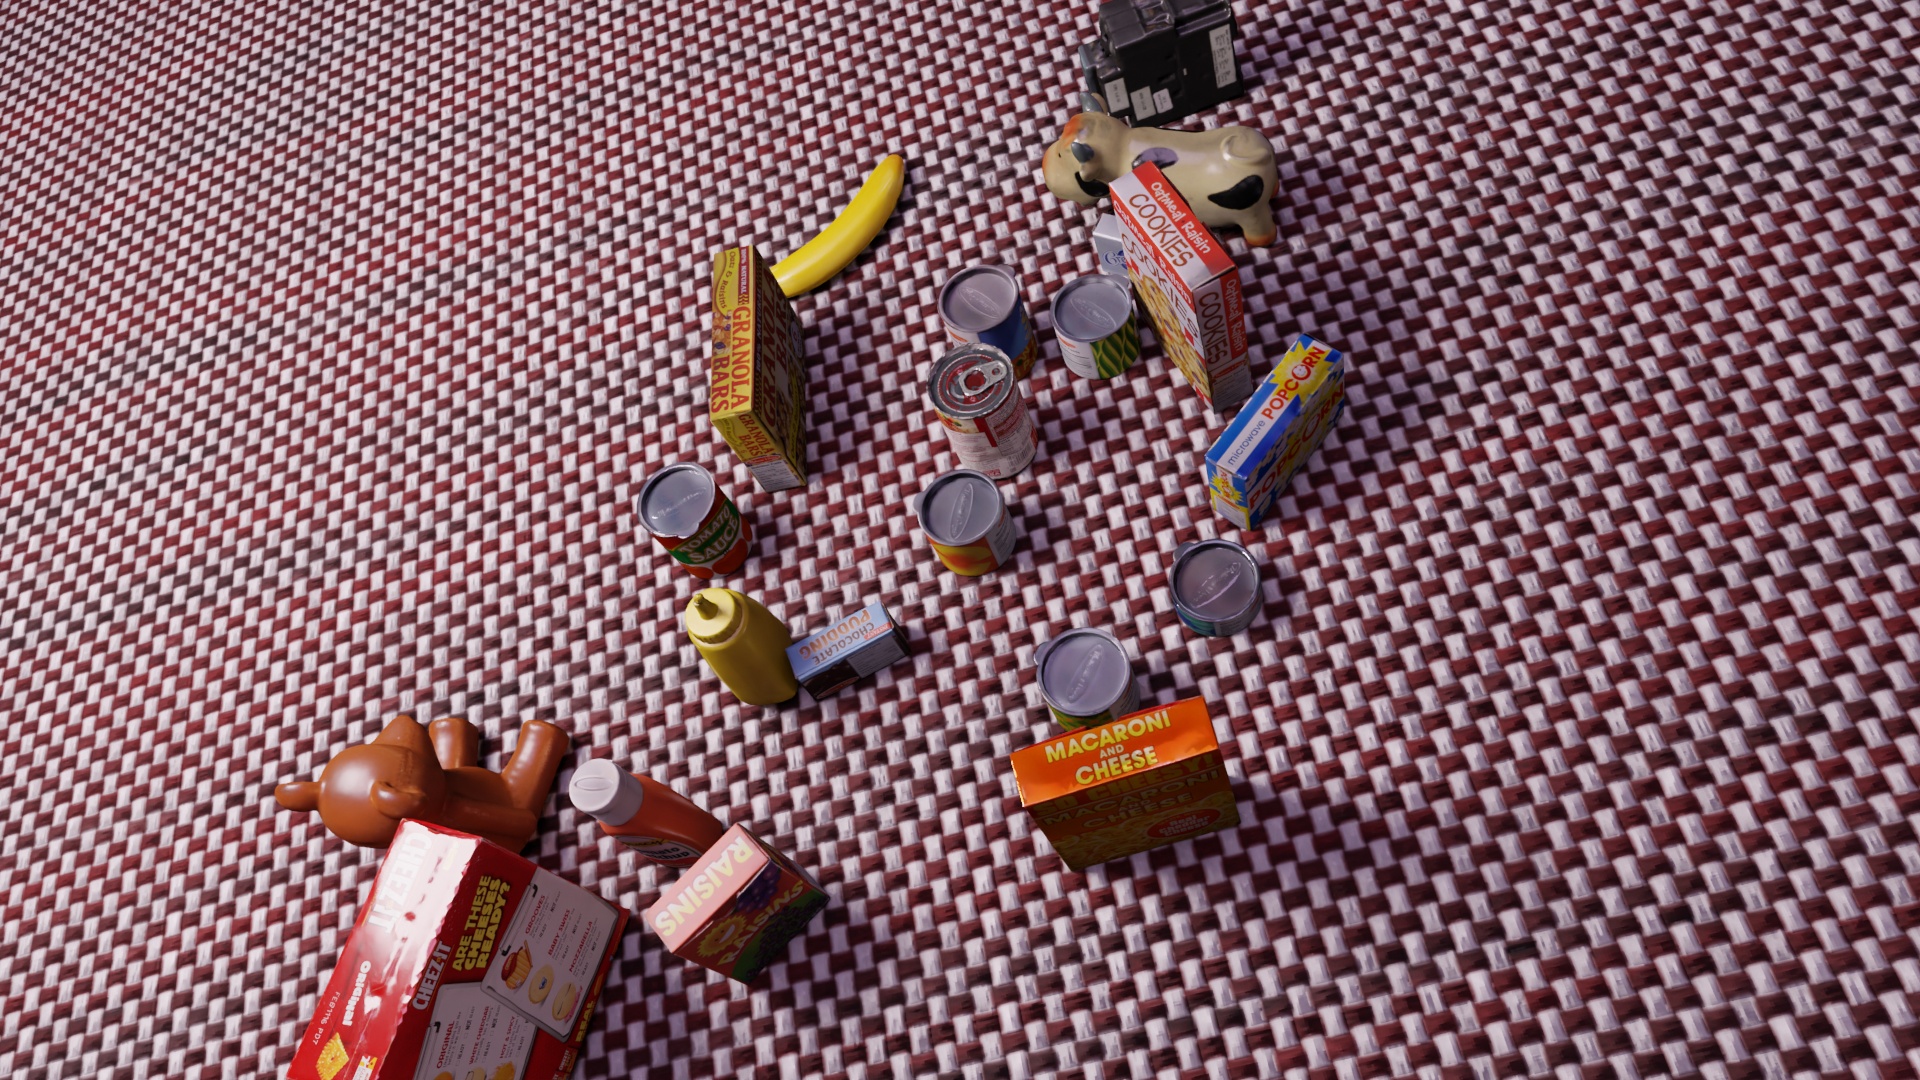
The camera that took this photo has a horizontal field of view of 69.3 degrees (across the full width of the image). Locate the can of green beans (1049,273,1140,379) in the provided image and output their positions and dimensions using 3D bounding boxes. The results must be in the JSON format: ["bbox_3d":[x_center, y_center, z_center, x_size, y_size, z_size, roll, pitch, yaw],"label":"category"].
[{"bbox_3d":[0.111,-0.173,1.128,0.071,0.057,0.071,-7,62,12],"label":"can of green beans"}]

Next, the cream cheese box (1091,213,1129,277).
[{"bbox_3d":[0.163,-0.236,1.150,0.104,0.053,0.024,19,70,23],"label":"cream cheese box"}]

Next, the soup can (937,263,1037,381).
[{"bbox_3d":[0.026,-0.176,1.139,0.071,0.083,0.071,-7,62,12],"label":"soup can"}]

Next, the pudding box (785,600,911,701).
[{"bbox_3d":[-0.085,0.084,1.052,0.084,0.049,0.030,-28,59,0],"label":"pudding box"}]

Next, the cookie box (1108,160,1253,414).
[{"bbox_3d":[0.170,-0.190,1.057,0.040,0.167,0.123,-30,59,0],"label":"cookie box"}]

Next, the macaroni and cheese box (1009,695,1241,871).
[{"bbox_3d":[0.109,0.159,0.891,0.124,0.166,0.040,-18,60,6],"label":"macaroni and cheese box"}]

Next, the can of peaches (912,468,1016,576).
[{"bbox_3d":[0.004,-0.013,1.074,0.071,0.058,0.071,-7,62,12],"label":"can of peaches"}]

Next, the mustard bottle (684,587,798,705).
[{"bbox_3d":[-0.165,0.070,1.018,0.049,0.159,0.065,-14,61,9],"label":"mustard bottle"}]

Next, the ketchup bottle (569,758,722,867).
[{"bbox_3d":[-0.223,0.192,0.977,0.065,0.148,0.044,-3,63,14],"label":"ketchup bottle"}]

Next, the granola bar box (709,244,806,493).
[{"bbox_3d":[-0.165,-0.141,1.150,0.039,0.123,0.166,-10,61,11],"label":"granola bar box"}]

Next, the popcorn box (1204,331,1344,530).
[{"bbox_3d":[0.234,-0.079,1.029,0.038,0.085,0.127,33,76,27],"label":"popcorn box"}]

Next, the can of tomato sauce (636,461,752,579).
[{"bbox_3d":[-0.212,-0.013,1.120,0.071,0.082,0.071,-7,62,12],"label":"can of tomato sauce"}]

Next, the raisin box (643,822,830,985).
[{"bbox_3d":[-0.148,0.249,0.941,0.086,0.123,0.040,-44,61,-9],"label":"raisin box"}]

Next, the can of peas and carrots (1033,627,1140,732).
[{"bbox_3d":[0.090,0.102,0.989,0.071,0.058,0.071,-7,62,12],"label":"can of peas and carrots"}]

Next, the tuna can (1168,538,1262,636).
[{"bbox_3d":[0.185,0.033,1.014,0.071,0.032,0.071,-6,62,12],"label":"tuna can"}]
